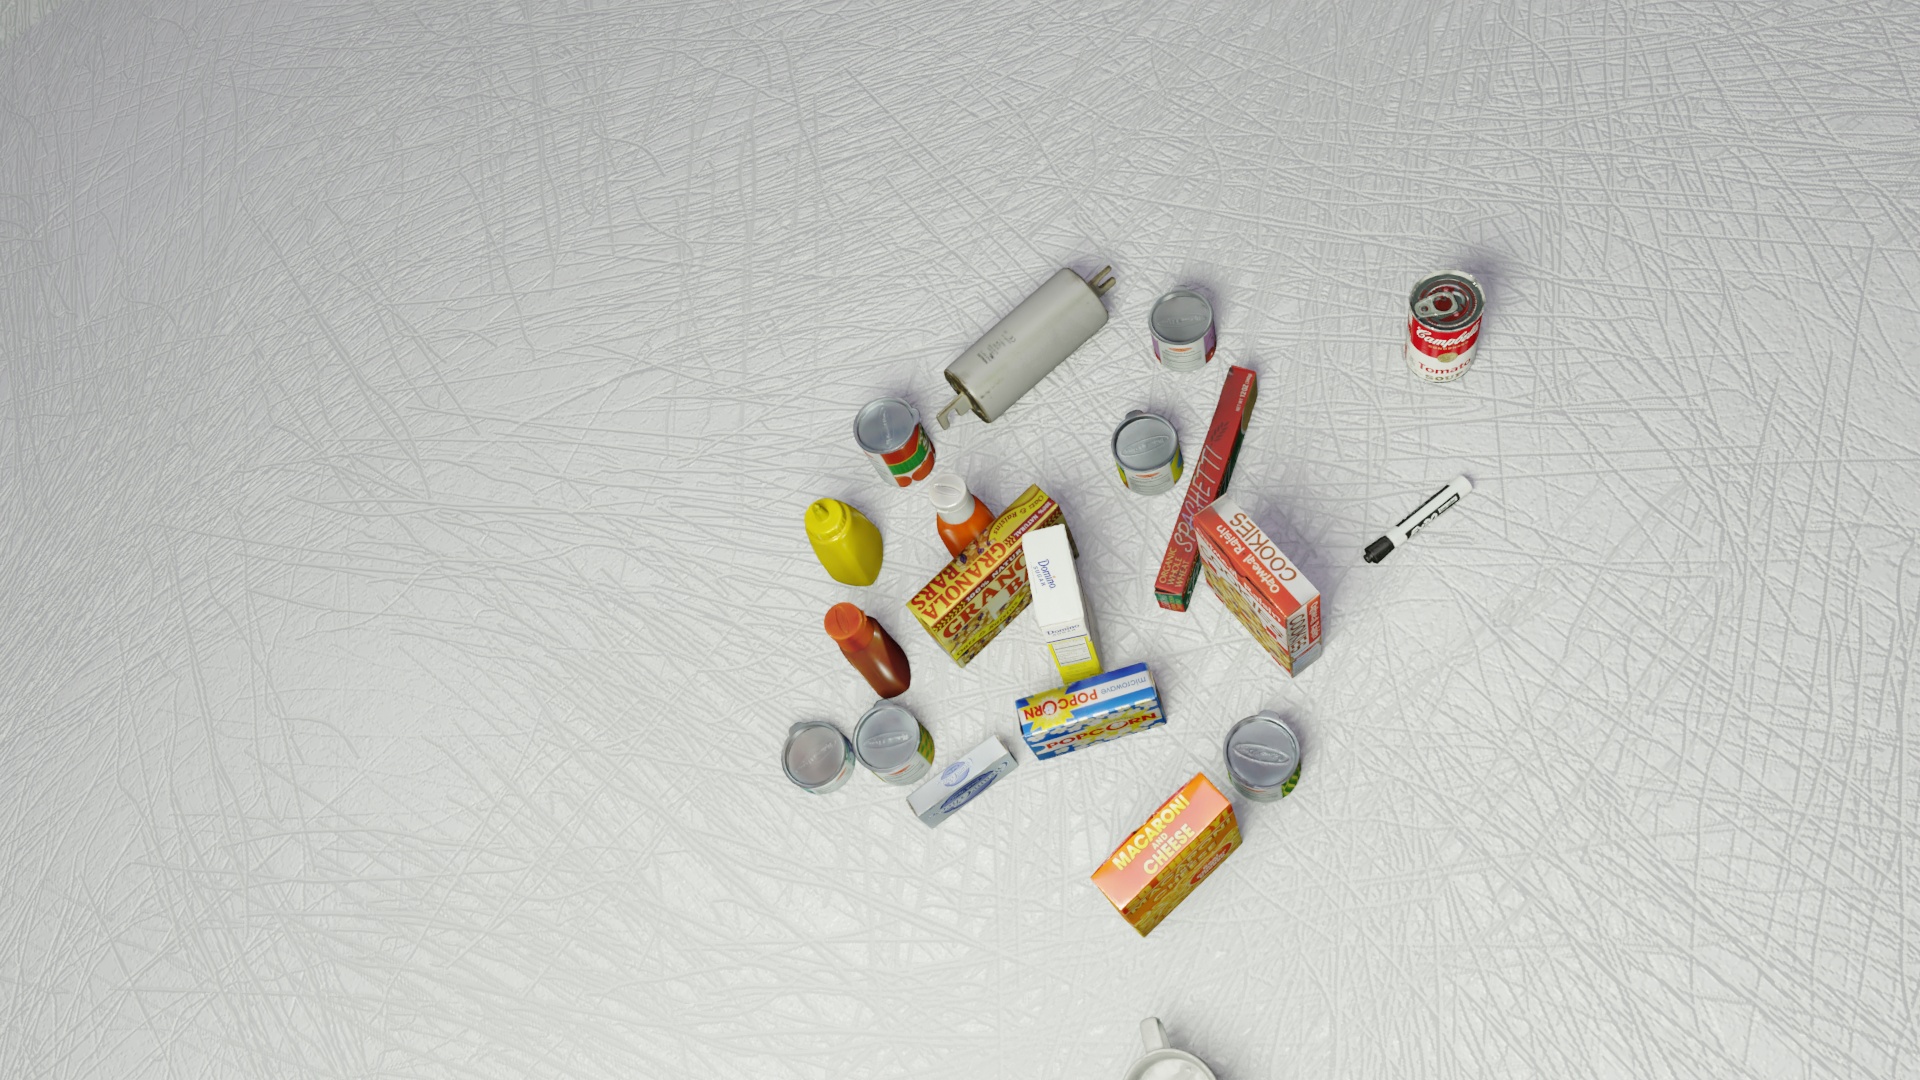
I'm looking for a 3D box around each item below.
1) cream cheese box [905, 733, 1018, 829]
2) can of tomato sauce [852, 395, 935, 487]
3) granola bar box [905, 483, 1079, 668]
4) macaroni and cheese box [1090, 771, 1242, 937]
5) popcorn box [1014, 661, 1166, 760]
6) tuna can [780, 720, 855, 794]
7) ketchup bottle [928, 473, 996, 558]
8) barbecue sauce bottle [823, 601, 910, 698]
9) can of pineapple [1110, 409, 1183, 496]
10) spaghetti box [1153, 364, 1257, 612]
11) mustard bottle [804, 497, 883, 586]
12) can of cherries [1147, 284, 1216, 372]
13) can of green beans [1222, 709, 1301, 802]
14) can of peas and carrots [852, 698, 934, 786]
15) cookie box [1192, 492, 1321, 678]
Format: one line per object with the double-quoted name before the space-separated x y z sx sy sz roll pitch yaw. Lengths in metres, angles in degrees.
"cream cheese box" 0.003 0.223 1.286 0.104 0.053 0.024 -36 63 -3
"can of tomato sauce" -0.065 -0.102 1.432 0.071 0.083 0.071 -6 66 12
"granola bar box" 0.035 0.037 1.321 0.166 0.124 0.039 -44 64 -7
"macaroni and cheese box" 0.174 0.265 1.159 0.124 0.166 0.040 -43 64 -6
"popcorn box" 0.120 0.157 1.267 0.127 0.085 0.038 -18 64 7
"tuna can" -0.138 0.208 1.341 0.071 0.032 0.071 -5 65 12
"ketchup bottle" 0.005 -0.017 1.339 0.065 0.148 0.043 13 71 20
"barbecue sauce bottle" -0.088 0.100 1.311 0.043 0.148 0.065 -23 63 4
"can of pineapple" 0.185 -0.086 1.374 0.071 0.057 0.071 -5 66 12
"spaghetti box" 0.240 -0.051 1.349 0.029 0.050 0.251 15 71 20
"mustard bottle" -0.119 -0.006 1.360 0.049 0.159 0.065 6 69 17
"can of cherries" 0.228 -0.216 1.421 0.071 0.058 0.072 -5 66 12
"can of green beans" 0.267 0.194 1.228 0.071 0.057 0.071 -5 66 12
"can of peas and carrots" -0.063 0.192 1.314 0.071 0.058 0.071 -5 66 12
"cookie box" 0.265 0.043 1.234 0.040 0.167 0.123 -37 63 -3
